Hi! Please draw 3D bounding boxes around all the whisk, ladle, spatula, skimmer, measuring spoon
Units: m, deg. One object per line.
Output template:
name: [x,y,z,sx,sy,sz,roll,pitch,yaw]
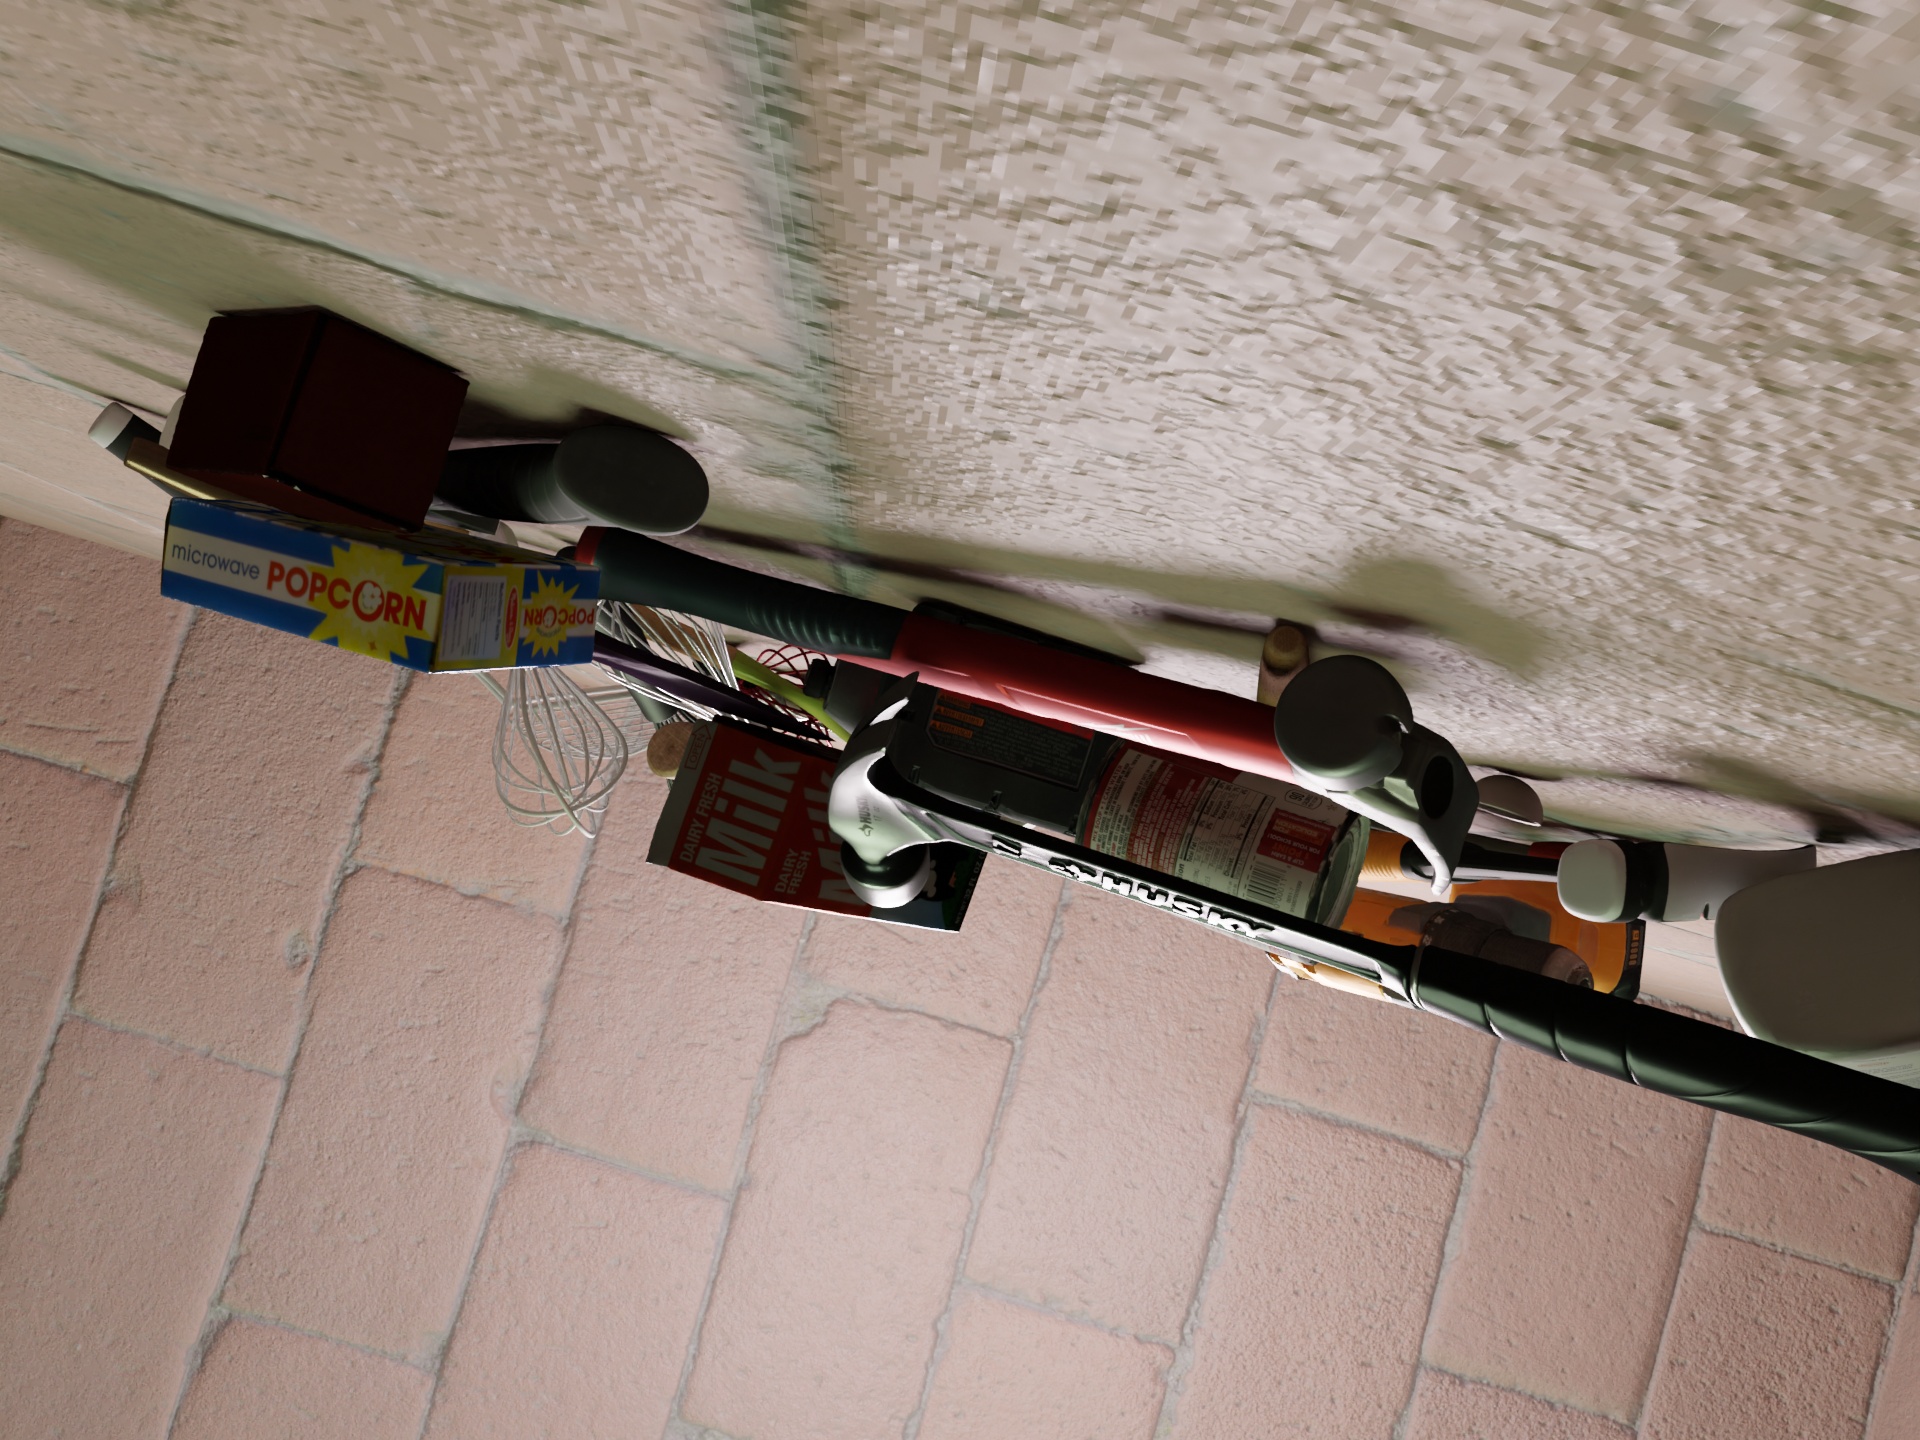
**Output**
whisk: [-0.129,-0.009,0.860,0.070,0.070,0.284,14,161,22]
whisk: [-0.168,-0.007,0.905,0.055,0.055,0.238,13,144,35]
ladle: [-0.150,-0.056,0.914,0.320,0.062,0.078,24,170,-9]
spatula: [-0.196,-0.048,0.691,0.315,0.018,0.060,24,173,-27]
skimmer: [-0.299,-0.081,0.901,0.127,0.090,0.362,-1,148,48]
spatula: [0.133,0.002,0.653,0.082,0.044,0.317,25,172,15]
measuring spoon: [0.212,0.023,0.725,0.034,0.018,0.124,21,180,-37]
whisk: [-0.139,-0.027,1.088,0.073,0.073,0.296,18,-178,-24]
whisk: [-0.201,-0.029,0.736,0.247,0.058,0.059,57,173,48]

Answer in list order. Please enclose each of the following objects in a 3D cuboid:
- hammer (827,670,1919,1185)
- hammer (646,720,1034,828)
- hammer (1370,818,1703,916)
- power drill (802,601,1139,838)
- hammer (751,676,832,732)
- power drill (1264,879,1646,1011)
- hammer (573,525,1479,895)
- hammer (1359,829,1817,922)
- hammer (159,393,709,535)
hammer: [0.143,0.079,0.547,0.409,0.036,0.149,17,154,11]
hammer: [-0.057,0.041,0.912,0.130,0.031,0.331,-17,162,26]
hammer: [0.328,0.075,0.783,0.149,0.037,0.359,20,175,-40]
power drill: [-0.001,-0.002,0.775,0.143,0.078,0.220,17,178,-10]
hammer: [-0.031,0.000,1.128,0.146,0.038,0.411,17,175,-29]
power drill: [0.315,0.130,0.922,0.226,0.084,0.185,2,-177,-40]
hammer: [0.000,-0.020,0.605,0.386,0.038,0.143,17,168,34]
hammer: [0.216,0.064,0.745,0.127,0.034,0.337,5,177,-27]
hammer: [-0.193,-0.090,0.618,0.146,0.035,0.335,21,173,-40]
